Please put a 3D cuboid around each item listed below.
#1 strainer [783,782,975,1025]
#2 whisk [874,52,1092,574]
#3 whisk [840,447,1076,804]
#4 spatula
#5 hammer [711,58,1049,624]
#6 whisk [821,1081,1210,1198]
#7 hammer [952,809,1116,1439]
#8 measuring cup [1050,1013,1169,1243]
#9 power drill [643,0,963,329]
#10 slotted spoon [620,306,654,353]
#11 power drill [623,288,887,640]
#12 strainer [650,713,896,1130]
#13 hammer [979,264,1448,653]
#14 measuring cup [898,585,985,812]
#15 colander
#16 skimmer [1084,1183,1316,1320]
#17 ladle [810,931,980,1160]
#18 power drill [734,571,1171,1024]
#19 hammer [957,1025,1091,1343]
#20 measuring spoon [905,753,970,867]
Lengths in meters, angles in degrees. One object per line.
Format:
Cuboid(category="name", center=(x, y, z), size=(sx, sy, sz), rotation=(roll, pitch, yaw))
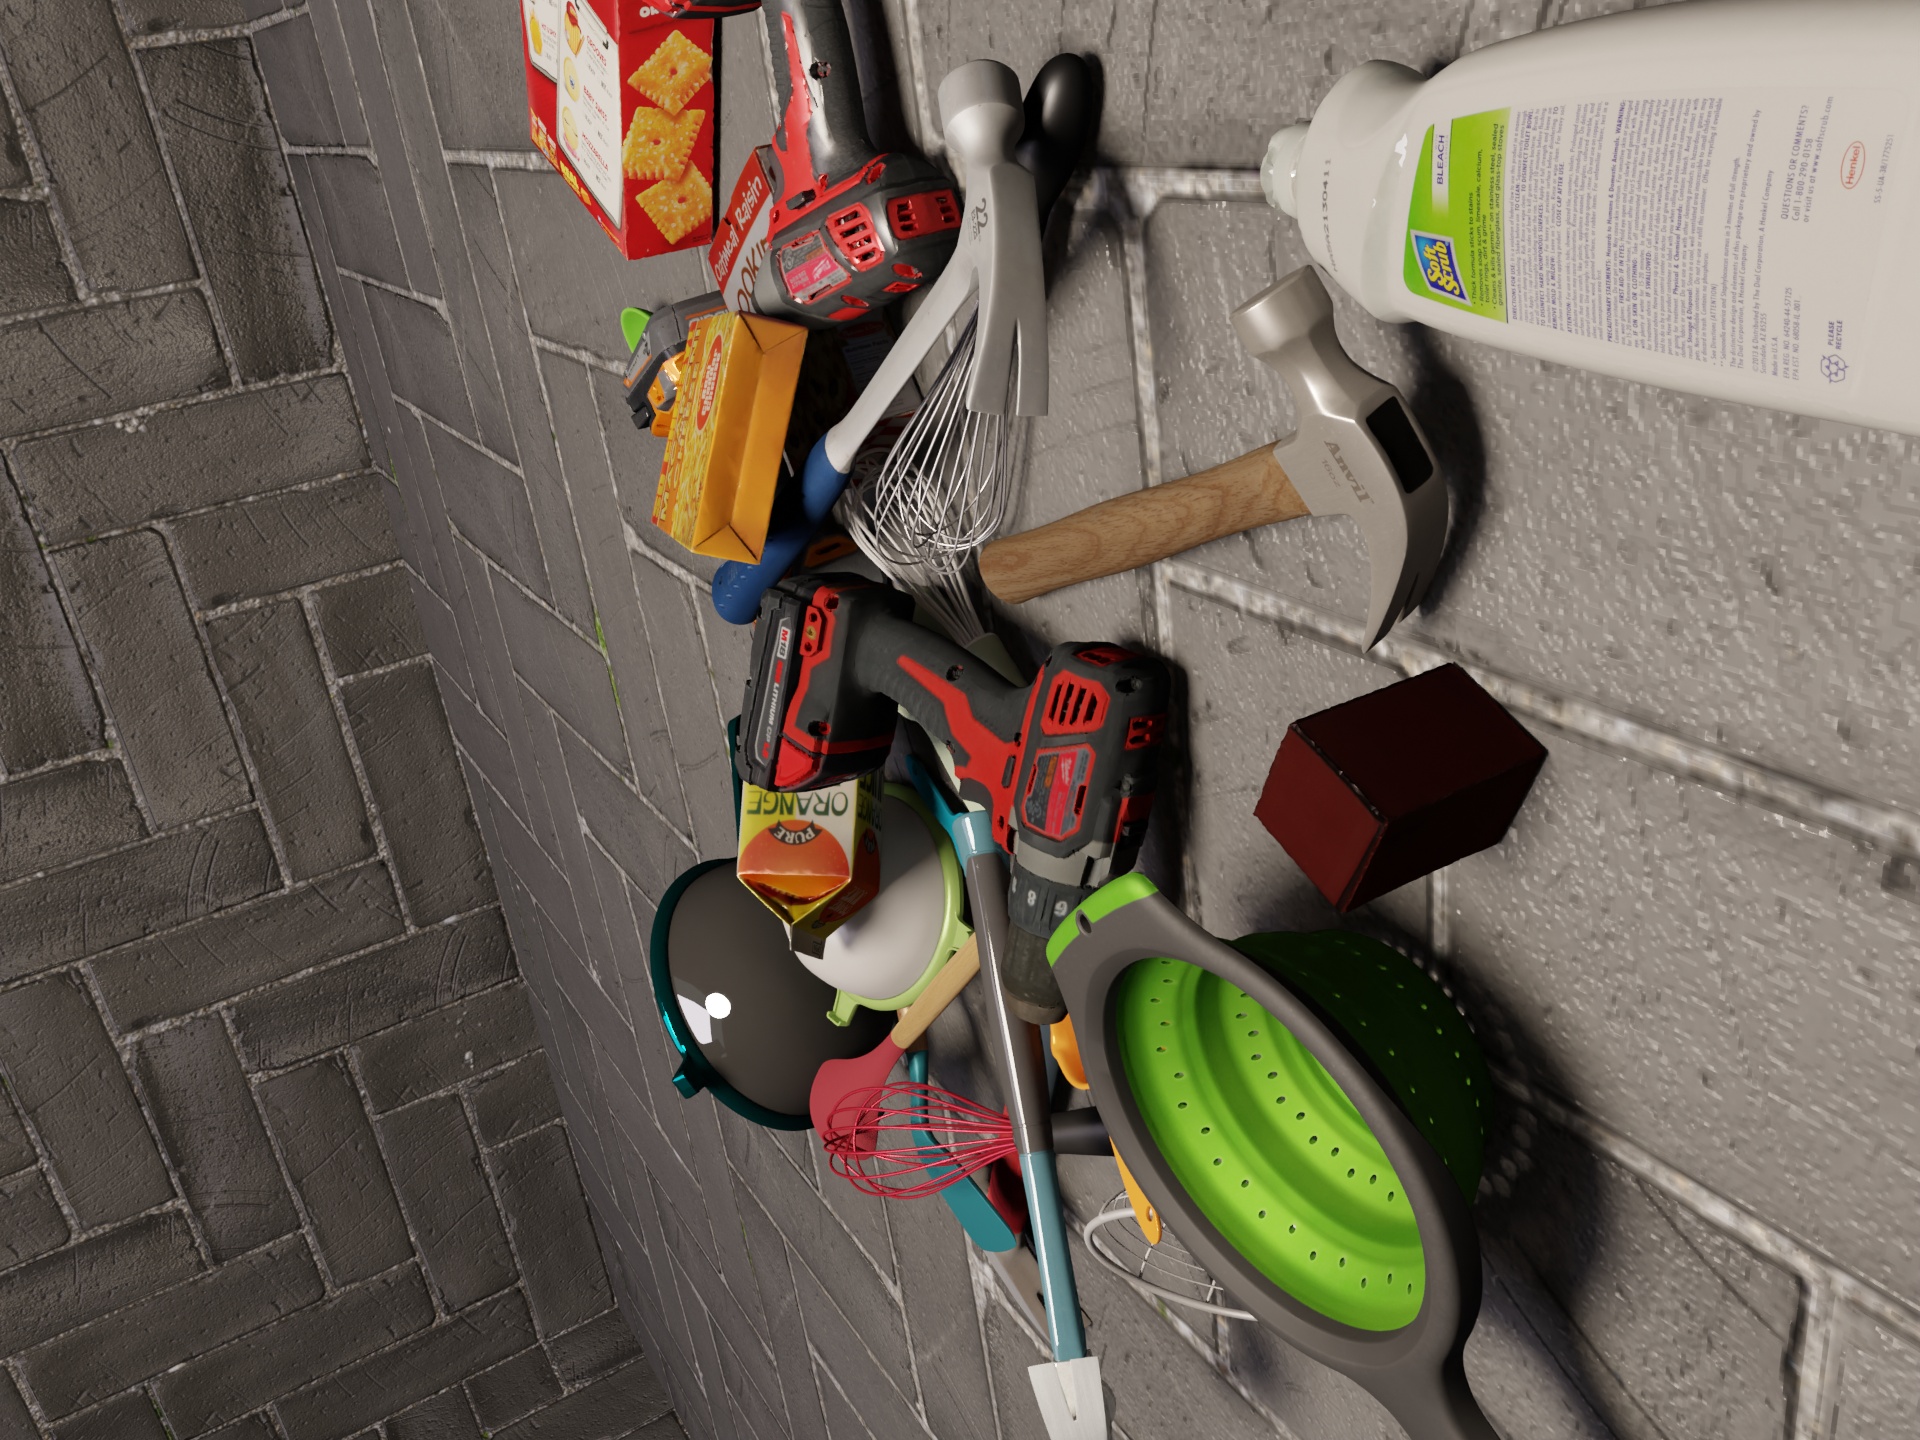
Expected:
Cuboid(category="strainer", center=(-0.086, 0.068, 1.055), size=(0.151, 0.069, 0.257), rotation=(-35, 64, 39))
Cuboid(category="whisk", center=(0.011, -0.174, 0.739), size=(0.070, 0.070, 0.284), rotation=(56, 147, 29))
Cuboid(category="whisk", center=(0.004, -0.046, 0.863), size=(0.059, 0.057, 0.246), rotation=(-41, 73, 32))
Cuboid(category="spatula", center=(-0.023, 0.194, 1.061), size=(0.082, 0.044, 0.318), rotation=(129, 133, -64))
Cuboid(category="hammer", center=(-0.056, -0.133, 0.787), size=(0.405, 0.035, 0.144), rotation=(141, 126, -60))
Cuboid(category="whisk", center=(0.023, 0.242, 0.926), size=(0.296, 0.073, 0.073), rotation=(-16, 94, 41))
Cuboid(category="hammer", center=(0.037, 0.211, 0.832), size=(0.128, 0.033, 0.331), rotation=(62, -162, -76))
Cuboid(category="measuring cup", center=(0.092, 0.173, 0.779), size=(0.095, 0.052, 0.174), rotation=(111, 154, -43))
Cuboid(category="power drill", center=(-0.087, -0.307, 0.793), size=(0.143, 0.078, 0.219), rotation=(-10, 103, 50))
Cuboid(category="slotted spoon", center=(-0.171, -0.162, 1.156), size=(0.314, 0.031, 0.070), rotation=(65, 155, 5))
Cuboid(category="power drill", center=(-0.137, -0.146, 1.037), size=(0.226, 0.084, 0.164), rotation=(65, 155, 1))
Cuboid(category="strainer", center=(-0.124, 0.126, 1.181), size=(0.095, 0.210, 0.341), rotation=(-31, 53, 31))
Cuboid(category="hammer", center=(0.083, -0.080, 0.664), size=(0.130, 0.031, 0.331), rotation=(55, 162, -10))
Cuboid(category="measuring cup", center=(-0.001, -0.003, 0.916), size=(0.168, 0.038, 0.083), rotation=(62, 154, 13))
Cuboid(category="colander", center=(0.190, 0.219, 0.631), size=(0.397, 0.094, 0.204), rotation=(56, 152, 11))
Cuboid(category="skimmer", center=(0.196, 0.331, 0.692), size=(0.364, 0.090, 0.127), rotation=(43, 164, 42))
Cuboid(category="ladle", center=(-0.024, 0.187, 0.998), size=(0.069, 0.031, 0.315), rotation=(54, 130, 22))
Cuboid(category="power drill", center=(-0.007, 0.031, 0.800), size=(0.227, 0.080, 0.188), rotation=(22, 109, 34))
Cuboid(category="hammer", center=(0.053, 0.244, 0.986), size=(0.143, 0.038, 0.386), rotation=(50, 149, 35))
Cuboid(category="measuring spoon", center=(-0.004, 0.053, 0.993), size=(0.129, 0.021, 0.042), rotation=(-128, 32, -53))
